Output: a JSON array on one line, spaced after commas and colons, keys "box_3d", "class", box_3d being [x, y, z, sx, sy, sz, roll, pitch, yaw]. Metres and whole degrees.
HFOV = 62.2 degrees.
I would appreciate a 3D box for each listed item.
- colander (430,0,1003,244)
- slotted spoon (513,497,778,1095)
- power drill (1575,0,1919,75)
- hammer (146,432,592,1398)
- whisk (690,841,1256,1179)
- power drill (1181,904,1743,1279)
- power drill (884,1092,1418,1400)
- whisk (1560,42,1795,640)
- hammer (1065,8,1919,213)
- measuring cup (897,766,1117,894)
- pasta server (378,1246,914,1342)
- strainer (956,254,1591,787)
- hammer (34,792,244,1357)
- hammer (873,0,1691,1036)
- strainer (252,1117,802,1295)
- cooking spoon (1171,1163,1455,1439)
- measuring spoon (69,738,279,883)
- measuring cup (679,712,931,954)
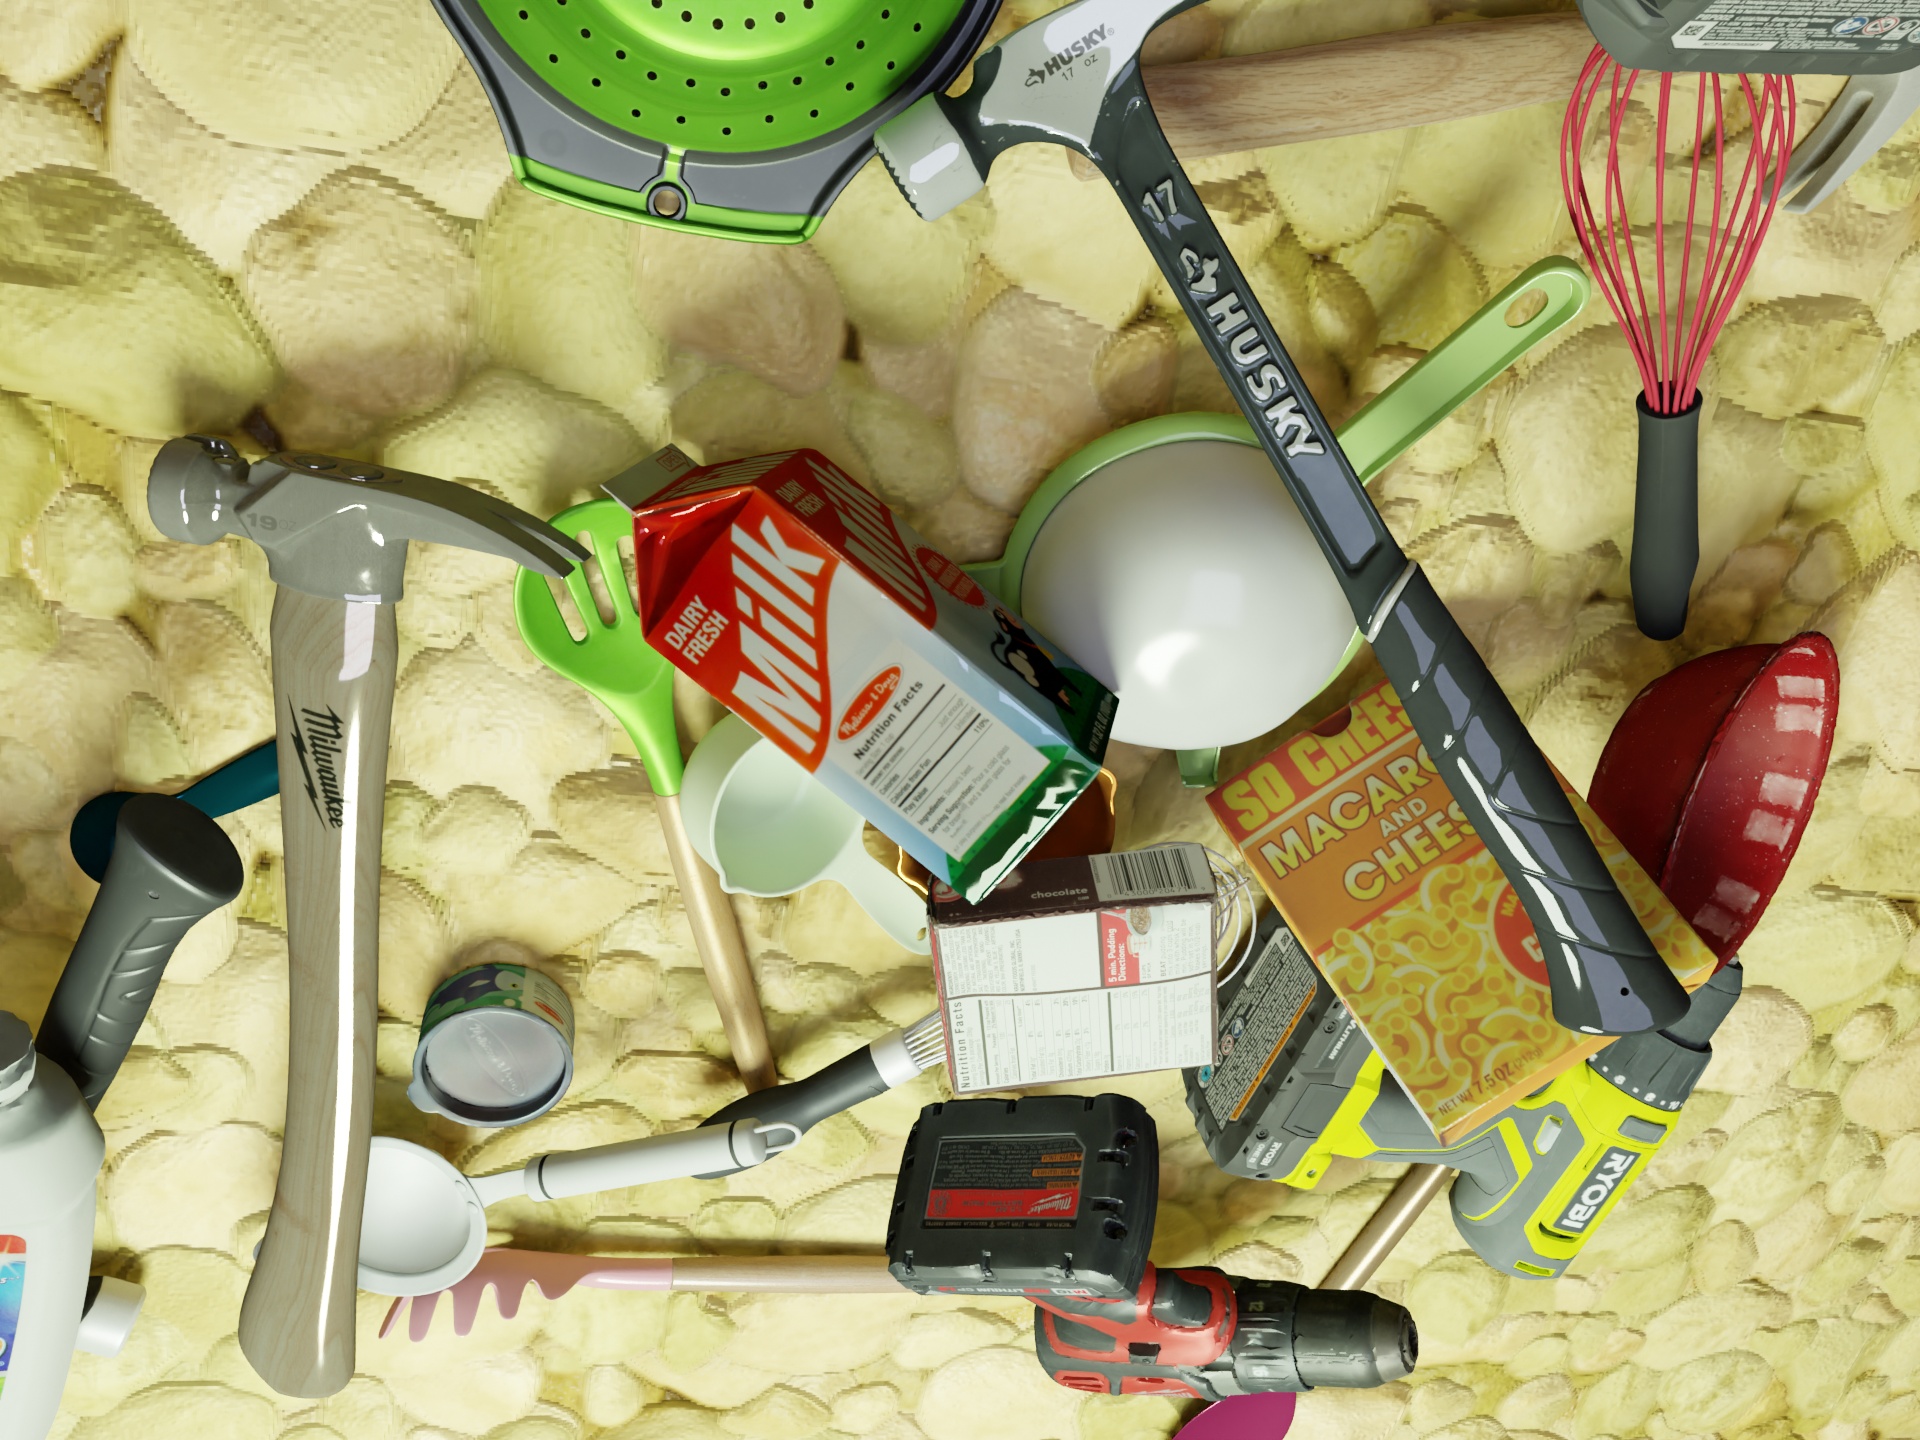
[{"box_3d": [-0.052, -0.325, 0.430, 0.204, 0.095, 0.396, 7, 116, -14], "class": "colander"}, {"box_3d": [-0.115, 0.049, 0.658, 0.070, 0.031, 0.313, -23, 123, -19], "class": "slotted spoon"}, {"box_3d": [0.231, -0.309, 0.454, 0.171, 0.080, 0.223, -4, 83, -10], "class": "power drill"}, {"box_3d": [-0.235, 0.102, 0.618, 0.146, 0.038, 0.410, 12, 112, 2], "class": "hammer"}, {"box_3d": [0.000, 0.134, 0.700, 0.284, 0.070, 0.070, -28, 119, 4], "class": "whisk"}, {"box_3d": [0.238, 0.159, 0.741, 0.228, 0.080, 0.190, 19, 112, -20], "class": "power drill"}, {"box_3d": [0.090, 0.253, 0.724, 0.188, 0.080, 0.226, -10, 139, 29], "class": "power drill"}, {"box_3d": [0.263, -0.134, 0.591, 0.073, 0.073, 0.295, -23, 135, 2], "class": "whisk"}, {"box_3d": [0.199, -0.232, 0.565, 0.331, 0.031, 0.130, -11, 119, -5], "class": "hammer"}, {"box_3d": [-0.001, -0.002, 0.642, 0.095, 0.052, 0.173, -25, 108, 7], "class": "measuring cup"}, {"box_3d": [-0.114, 0.278, 0.775, 0.316, 0.060, 0.040, 6, 72, -16], "class": "pasta server"}, {"box_3d": [0.126, -0.067, 0.586, 0.151, 0.069, 0.256, 37, 120, -22], "class": "strainer"}, {"box_3d": [-0.355, 0.143, 0.617, 0.146, 0.035, 0.334, 27, 124, -19], "class": "hammer"}, {"box_3d": [0.141, -0.061, 0.543, 0.149, 0.036, 0.409, -32, 99, 7], "class": "hammer"}, {"box_3d": [-0.186, 0.200, 0.690, 0.258, 0.050, 0.086, -13, 111, 15], "class": "strainer"}, {"box_3d": [0.199, 0.320, 0.868, 0.068, 0.017, 0.318, 20, 113, -23], "class": "cooking spoon"}, {"box_3d": [-0.288, 0.032, 0.618, 0.128, 0.021, 0.042, -25, 119, 3], "class": "measuring spoon"}, {"box_3d": [-0.056, 0.053, 0.668, 0.083, 0.038, 0.167, -50, 137, -10], "class": "measuring cup"}]
